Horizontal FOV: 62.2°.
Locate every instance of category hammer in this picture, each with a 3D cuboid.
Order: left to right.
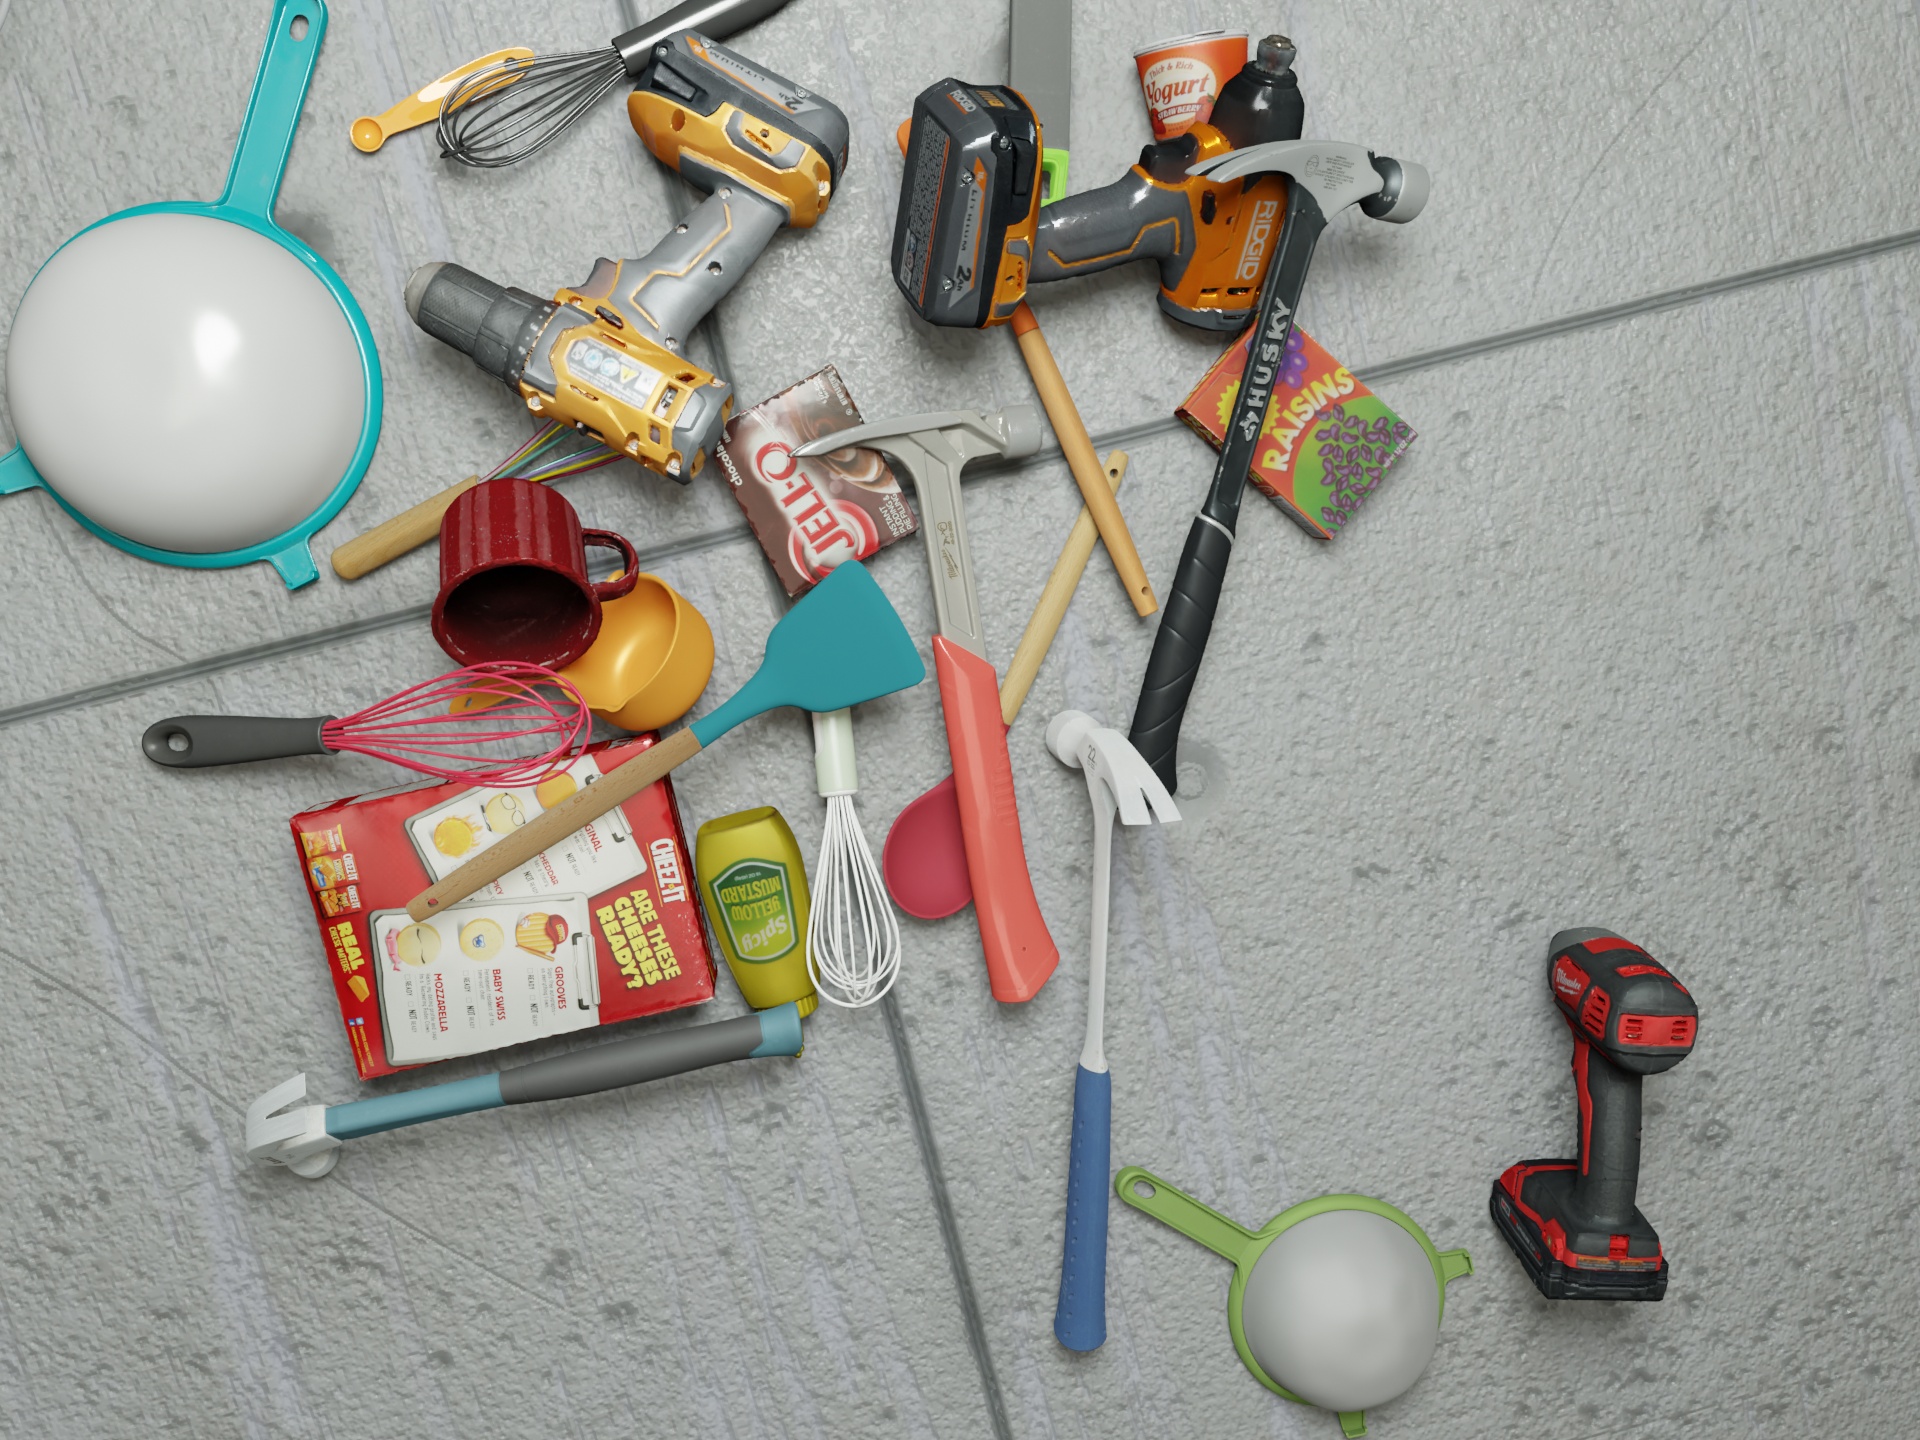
[{"bbox_3d":[-0.256,0.215,0.942,0.331,0.128,0.033,-11,66,-3],"label":"hammer"},{"bbox_3d":[-0.002,-0.003,0.955,0.149,0.037,0.359,-11,100,-14],"label":"hammer"},{"bbox_3d":[0.084,0.206,0.987,0.035,0.144,0.405,-3,104,-16],"label":"hammer"},{"bbox_3d":[0.152,-0.131,0.933,0.149,0.036,0.408,1,114,-31],"label":"hammer"}]

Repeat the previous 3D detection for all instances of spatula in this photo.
[{"bbox_3d":[-0.172,0.023,0.901,0.317,0.044,0.082,-33,102,-10],"label":"spatula"},{"bbox_3d":[0.054,-0.213,0.955,0.081,0.041,0.322,-26,95,-21],"label":"spatula"}]

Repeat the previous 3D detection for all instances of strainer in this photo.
[{"bbox_3d":[-0.422,-0.250,0.884,0.211,0.095,0.340,18,96,-8],"label":"strainer"},{"bbox_3d":[0.213,0.368,1.037,0.256,0.069,0.151,32,93,-10],"label":"strainer"}]

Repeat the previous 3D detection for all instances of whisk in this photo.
[{"bbox_3d":[-0.344,0.007,0.913,0.296,0.073,0.073,-3,98,15],"label":"whisk"},{"bbox_3d":[-0.263,-0.149,0.942,0.245,0.051,0.047,-27,95,3],"label":"whisk"},{"bbox_3d":[-0.195,-0.382,0.918,0.239,0.055,0.055,-29,99,-7],"label":"whisk"},{"bbox_3d":[-0.074,0.052,0.971,0.059,0.058,0.246,-6,87,-17],"label":"whisk"}]

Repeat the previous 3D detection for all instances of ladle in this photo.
[{"bbox_3d":[0.034,-0.024,0.993,0.069,0.031,0.315,24,92,-12],"label":"ladle"}]

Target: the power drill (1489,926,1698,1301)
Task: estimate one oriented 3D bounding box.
[{"bbox_3d":[0.401,0.243,1.012,0.078,0.143,0.219,2,103,-2],"label":"power drill"}]

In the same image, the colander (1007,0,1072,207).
[{"bbox_3d":[0.053,-0.493,0.885,0.204,0.094,0.397,0,93,-9],"label":"colander"}]

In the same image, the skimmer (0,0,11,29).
[{"bbox_3d":[-0.448,-0.482,0.887,0.363,0.090,0.127,-27,96,-12],"label":"skimmer"}]

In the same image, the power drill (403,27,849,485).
[{"bbox_3d":[-0.183,-0.268,0.891,0.185,0.084,0.226,27,81,-3],"label":"power drill"}]

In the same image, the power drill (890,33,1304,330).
[{"bbox_3d":[0.086,-0.298,0.881,0.226,0.084,0.164,-8,133,-23],"label":"power drill"}]

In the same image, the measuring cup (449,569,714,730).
[{"bbox_3d":[-0.225,-0.025,0.955,0.173,0.052,0.095,-19,59,22],"label":"measuring cup"}]

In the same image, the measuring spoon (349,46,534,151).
[{"bbox_3d":[-0.301,-0.362,0.927,0.117,0.011,0.021,-29,101,-5],"label":"measuring spoon"}]
